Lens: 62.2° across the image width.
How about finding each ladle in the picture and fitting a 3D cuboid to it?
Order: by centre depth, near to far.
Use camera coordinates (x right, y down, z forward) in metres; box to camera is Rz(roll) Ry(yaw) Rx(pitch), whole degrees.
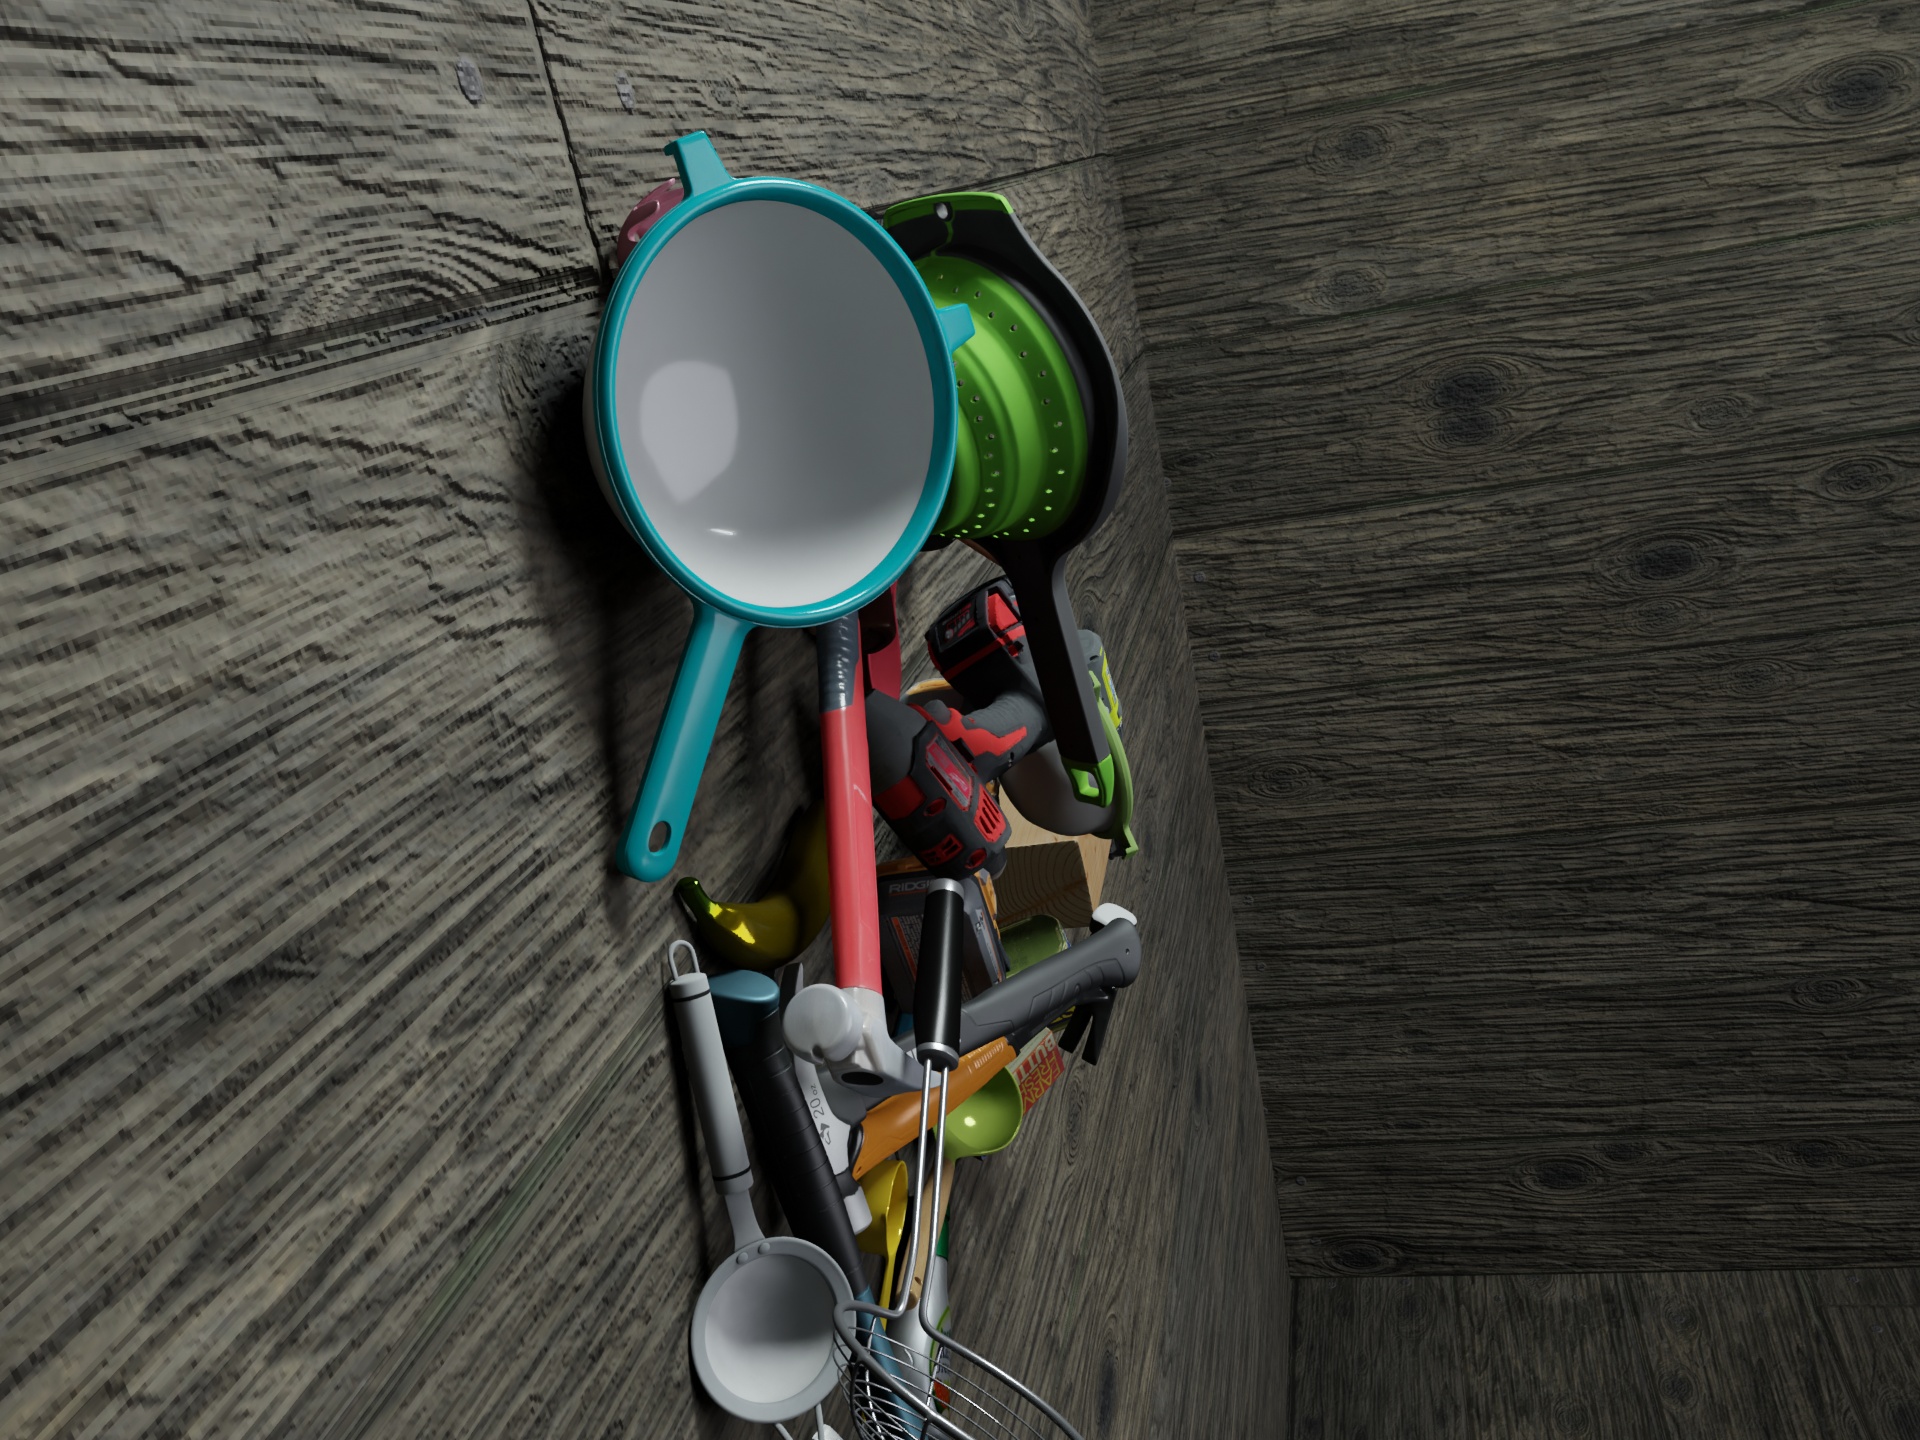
[{"bbox_3d":[-0.005,0.288,1.017,0.078,0.062,0.320,45,8,0],"label":"ladle"},{"bbox_3d":[-0.037,-0.158,1.083,0.069,0.031,0.315,-27,128,-73],"label":"ladle"}]

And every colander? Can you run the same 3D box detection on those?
[{"bbox_3d":[0.012,-0.102,0.948,0.094,0.205,0.396,-34,119,-32],"label":"colander"}]

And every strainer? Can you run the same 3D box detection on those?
[{"bbox_3d":[-0.125,-0.092,0.782,0.210,0.095,0.340,22,82,-42],"label":"strainer"},{"bbox_3d":[-0.110,0.234,0.785,0.087,0.050,0.258,-14,92,-31],"label":"strainer"},{"bbox_3d":[0.043,0.019,1.259,0.256,0.069,0.151,27,-45,62],"label":"strainer"}]

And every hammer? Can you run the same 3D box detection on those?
[{"bbox_3d":[-0.063,0.283,0.825,0.033,0.128,0.331,-32,106,-59],"label":"hammer"},{"bbox_3d":[-0.060,0.015,0.902,0.143,0.038,0.387,48,33,-58],"label":"hammer"},{"bbox_3d":[0.009,0.180,0.976,0.334,0.035,0.146,-17,87,-49],"label":"hammer"},{"bbox_3d":[0.014,0.228,1.047,0.337,0.034,0.127,-21,129,-53],"label":"hammer"}]

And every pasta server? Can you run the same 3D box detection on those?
[{"bbox_3d":[-0.124,-0.160,0.904,0.315,0.040,0.060,69,29,-46],"label":"pasta server"}]

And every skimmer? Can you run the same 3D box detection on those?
[{"bbox_3d":[0.005,0.193,0.746,0.127,0.090,0.364,33,33,-22],"label":"skimmer"}]

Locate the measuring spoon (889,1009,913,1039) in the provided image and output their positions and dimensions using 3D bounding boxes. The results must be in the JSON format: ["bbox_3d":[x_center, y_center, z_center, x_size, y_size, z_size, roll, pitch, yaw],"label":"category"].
[{"bbox_3d":[-0.031,0.213,1.109,0.129,0.021,0.042,-69,149,-57],"label":"measuring spoon"}]

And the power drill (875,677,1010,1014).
[{"bbox_3d":[-0.006,0.106,1.153,0.226,0.084,0.185,-85,163,-49],"label":"power drill"}]

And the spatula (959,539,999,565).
[{"bbox_3d":[-0.054,-0.171,1.018,0.317,0.044,0.082,30,47,-36],"label":"spatula"}]

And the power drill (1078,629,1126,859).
[{"bbox_3d":[0.140,0.041,1.707,0.229,0.080,0.190,-84,160,-47],"label":"power drill"}]

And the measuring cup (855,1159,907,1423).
[{"bbox_3d":[-0.058,0.347,0.971,0.062,0.029,0.156,41,57,-77],"label":"measuring cup"}]

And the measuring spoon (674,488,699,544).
[{"bbox_3d":[-0.137,-0.103,0.885,0.124,0.018,0.034,8,73,-81],"label":"measuring spoon"}]

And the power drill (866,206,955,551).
[{"bbox_3d":[-0.043,-0.258,1.177,0.223,0.080,0.171,68,22,-54],"label":"power drill"}]

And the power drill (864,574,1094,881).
[{"bbox_3d":[-0.002,-0.003,1.056,0.143,0.078,0.220,51,35,-10],"label":"power drill"}]
